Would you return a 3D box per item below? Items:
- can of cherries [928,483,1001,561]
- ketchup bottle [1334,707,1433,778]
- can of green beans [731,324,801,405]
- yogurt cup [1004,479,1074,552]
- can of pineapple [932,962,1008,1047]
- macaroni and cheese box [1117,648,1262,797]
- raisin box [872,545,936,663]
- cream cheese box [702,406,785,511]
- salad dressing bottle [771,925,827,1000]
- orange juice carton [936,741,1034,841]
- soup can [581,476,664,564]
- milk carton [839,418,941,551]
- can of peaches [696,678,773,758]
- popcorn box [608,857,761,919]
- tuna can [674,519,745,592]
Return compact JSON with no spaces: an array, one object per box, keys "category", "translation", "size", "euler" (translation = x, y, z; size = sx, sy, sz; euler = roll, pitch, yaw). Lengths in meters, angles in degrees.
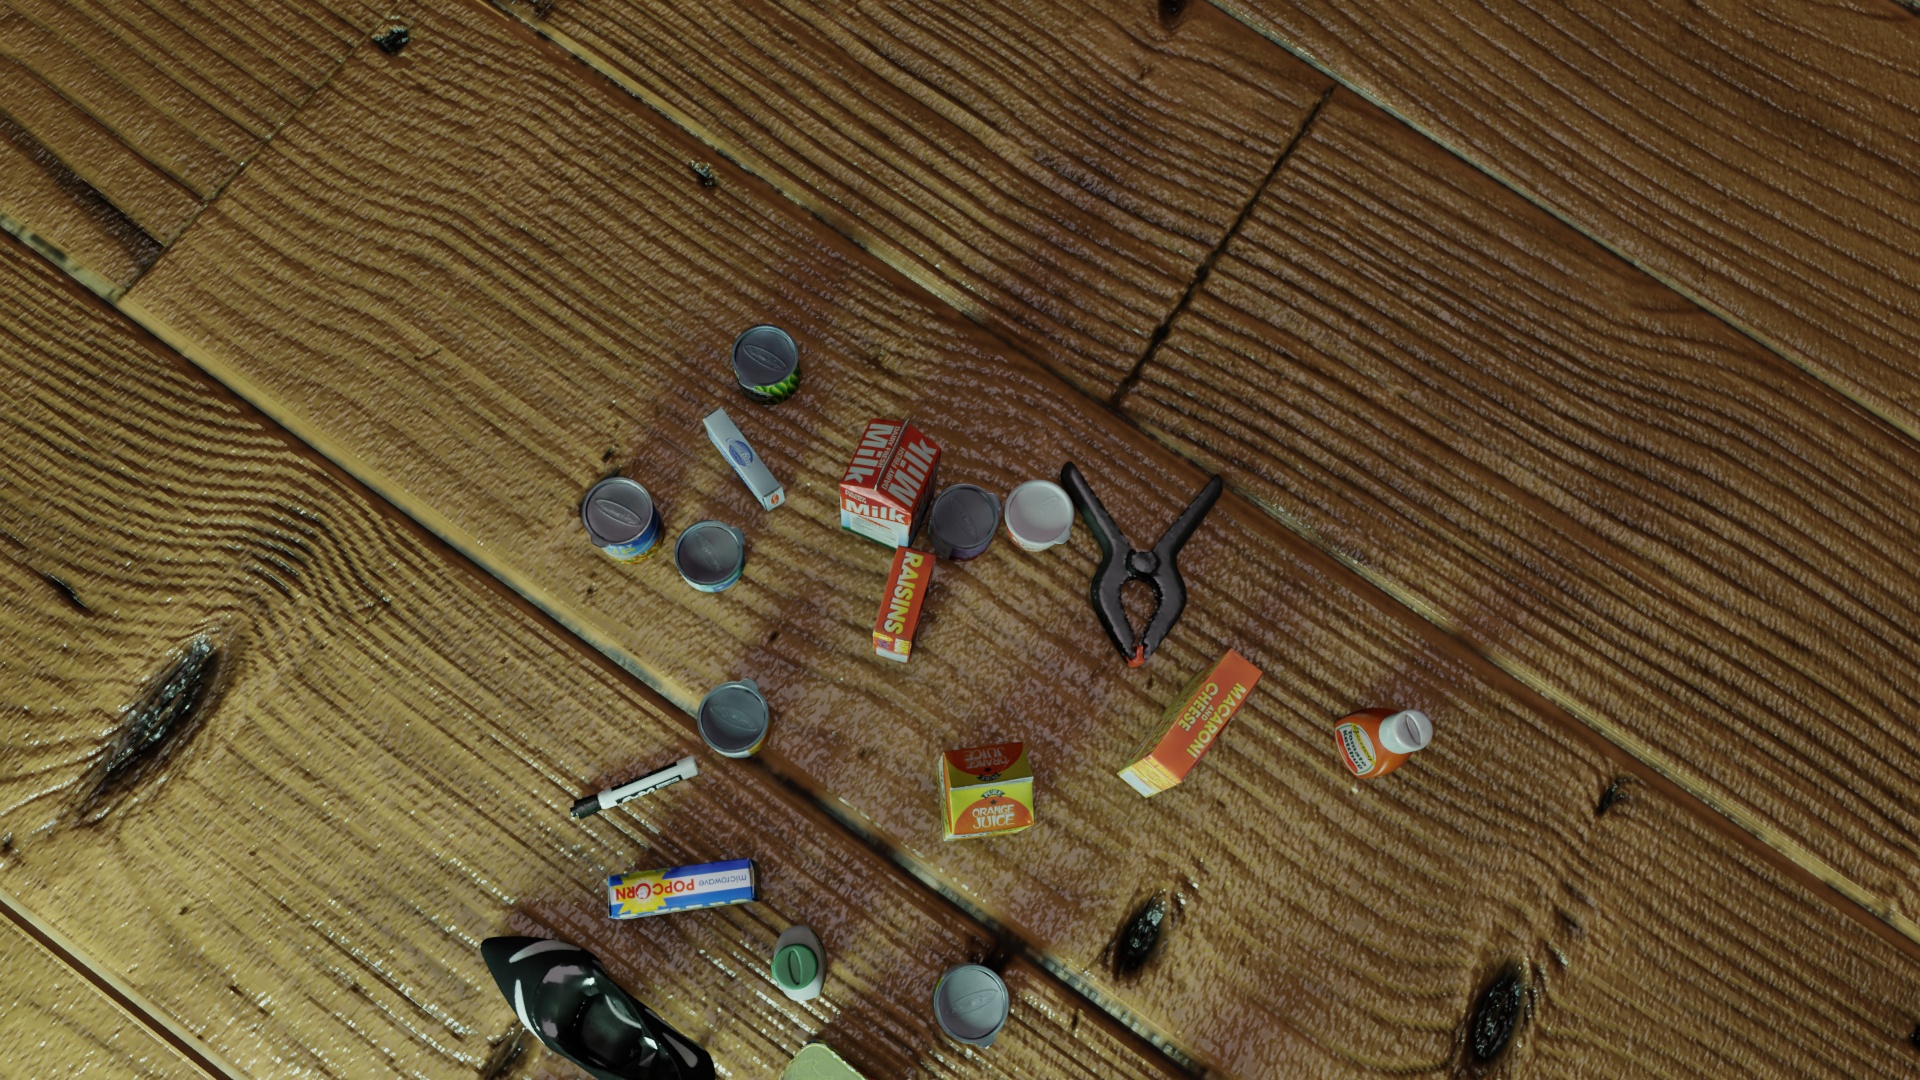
[{"category":"can of cherries","translation":[0.005,-0.017,1.364],"size":[0.071,0.058,0.071],"euler":[1,75,-3]},{"category":"ketchup bottle","translation":[0.394,0.183,1.289],"size":[0.043,0.148,0.065],"euler":[-19,77,-8]},{"category":"can of green beans","translation":[-0.194,-0.176,1.395],"size":[0.071,0.057,0.071],"euler":[1,75,-3]},{"category":"yogurt cup","translation":[0.075,-0.021,1.373],"size":[0.072,0.053,0.072],"euler":[1,75,-3]},{"category":"can of pineapple","translation":[0.008,0.416,1.247],"size":[0.071,0.057,0.071],"euler":[1,75,-3]},{"category":"macaroni and cheese box","translation":[0.208,0.170,1.271],"size":[0.040,0.166,0.124],"euler":[39,76,6]},{"category":"raisin box","translation":[-0.053,0.062,1.305],"size":[0.040,0.123,0.086],"euler":[16,75,1]},{"category":"cream cheese box","translation":[-0.213,-0.079,1.369],"size":[0.024,0.053,0.104],"euler":[-36,80,-12]},{"category":"salad dressing bottle","translation":[-0.140,0.367,1.204],"size":[0.044,0.147,0.064],"euler":[-9,76,-6]},{"category":"orange juice carton","translation":[0.020,0.223,1.231],"size":[0.072,0.192,0.073],"euler":[-6,76,-5]},{"category":"soup can","translation":[-0.323,-0.016,1.329],"size":[0.071,0.083,0.071],"euler":[1,75,-3]},{"category":"milk carton","translation":[-0.066,-0.053,1.301],"size":[0.073,0.190,0.072],"euler":[23,75,3]},{"category":"can of peaches","translation":[-0.209,0.167,1.300],"size":[0.071,0.058,0.071],"euler":[1,75,-3]},{"category":"popcorn box","translation":[-0.245,0.312,1.244],"size":[0.127,0.085,0.038],"euler":[-6,76,-5]},{"category":"tuna can","translation":[-0.241,0.014,1.353],"size":[0.071,0.032,0.071],"euler":[1,75,-4]}]
